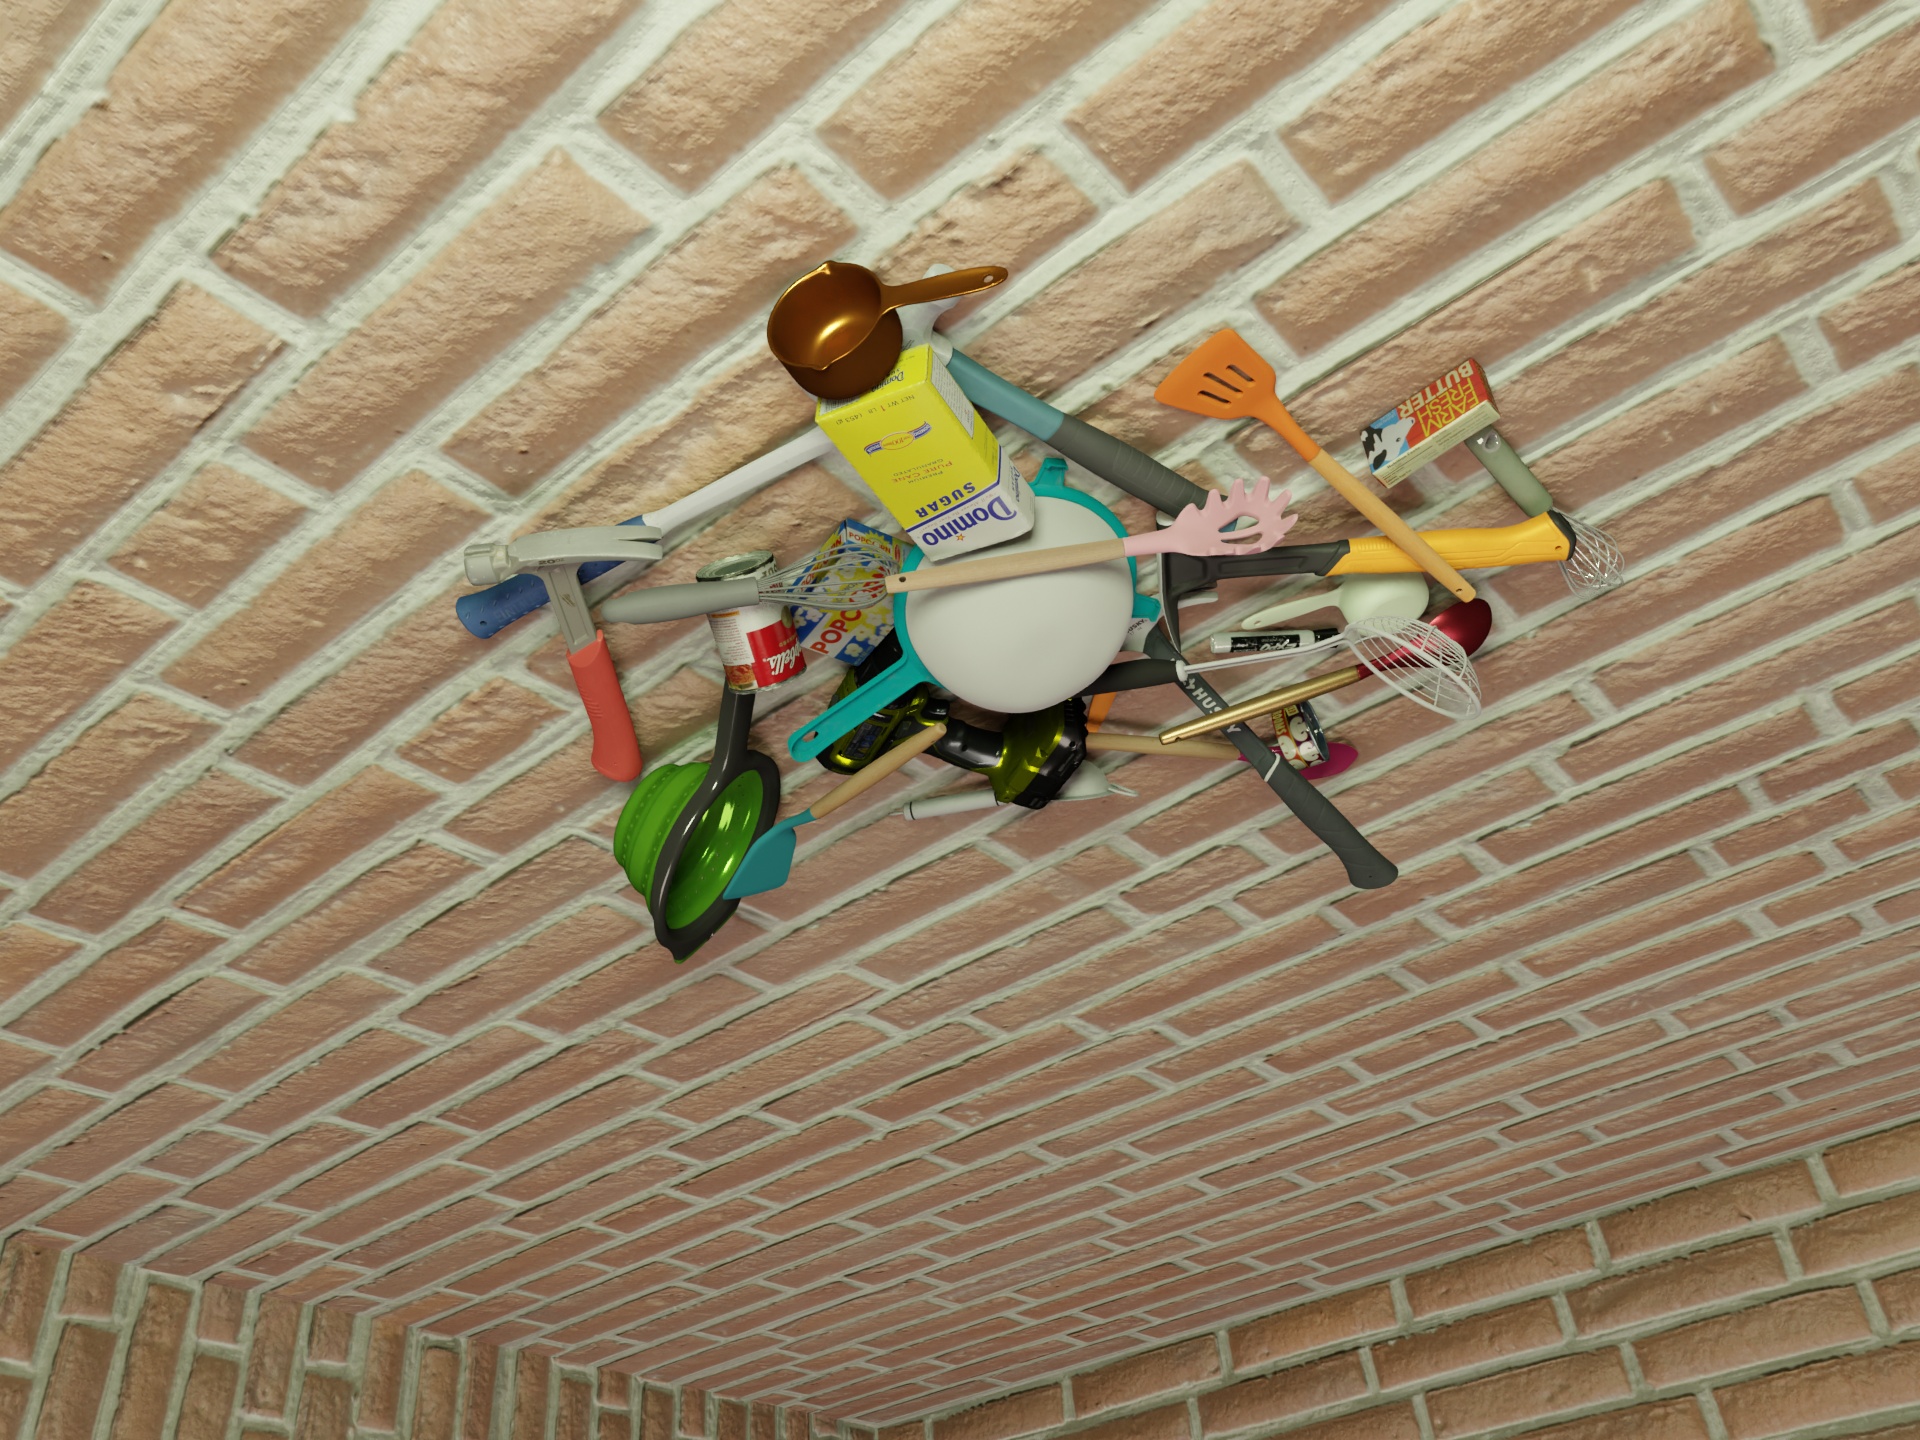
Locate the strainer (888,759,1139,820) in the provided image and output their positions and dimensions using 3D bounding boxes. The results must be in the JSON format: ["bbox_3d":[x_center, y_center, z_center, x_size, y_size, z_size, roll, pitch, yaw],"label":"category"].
[{"bbox_3d":[0.048,0.073,1.594,0.258,0.050,0.087,-10,-174,15],"label":"strainer"}]

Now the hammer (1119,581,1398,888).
[{"bbox_3d":[0.282,0.028,1.481,0.149,0.036,0.408,-34,117,27],"label":"hammer"}]

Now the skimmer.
[{"bbox_3d":[0.250,-0.025,1.354,0.363,0.090,0.127,-8,157,18],"label":"skimmer"}]

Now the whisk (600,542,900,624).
[{"bbox_3d":[-0.161,-0.100,1.245,0.239,0.055,0.055,-9,143,-10],"label":"whisk"}]

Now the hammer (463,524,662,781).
[{"bbox_3d":[-0.305,-0.046,1.358,0.149,0.037,0.358,-6,151,-4],"label":"hammer"}]

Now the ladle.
[{"bbox_3d":[0.326,-0.035,1.408,0.315,0.031,0.069,-19,134,2],"label":"ladle"}]

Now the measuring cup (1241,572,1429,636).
[{"bbox_3d":[0.329,-0.093,1.388,0.167,0.038,0.083,-15,145,-6],"label":"measuring cup"}]

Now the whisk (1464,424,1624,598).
[{"bbox_3d":[0.485,-0.175,1.324,0.246,0.059,0.058,34,91,-35],"label":"whisk"}]

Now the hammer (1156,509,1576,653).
[{"bbox_3d":[0.333,-0.129,1.318,0.337,0.034,0.127,-4,124,7],"label":"hammer"}]

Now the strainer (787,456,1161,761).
[{"bbox_3d":[0.004,-0.046,1.309,0.340,0.095,0.210,-34,129,8],"label":"strainer"}]

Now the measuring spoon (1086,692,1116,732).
[{"bbox_3d":[0.134,-0.009,1.520,0.021,0.011,0.116,2,142,-10],"label":"measuring spoon"}]

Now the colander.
[{"bbox_3d":[-0.248,0.043,1.474,0.094,0.204,0.396,25,126,15],"label":"colander"}]

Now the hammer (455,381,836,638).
[{"bbox_3d":[-0.232,-0.155,1.265,0.405,0.035,0.143,-23,139,22],"label":"hammer"}]

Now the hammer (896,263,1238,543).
[{"bbox_3d":[0.082,-0.217,1.202,0.330,0.033,0.128,24,135,-25],"label":"hammer"}]

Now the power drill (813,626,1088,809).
[{"bbox_3d":[-0.002,-0.005,1.458,0.228,0.080,0.190,14,140,-19],"label":"power drill"}]

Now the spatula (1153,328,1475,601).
[{"bbox_3d":[0.292,-0.187,1.242,0.322,0.041,0.081,37,128,-18],"label":"spatula"}]

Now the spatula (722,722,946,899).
[{"bbox_3d":[-0.114,0.084,1.486,0.082,0.044,0.317,-7,159,-48],"label":"spatula"}]

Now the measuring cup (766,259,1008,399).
[{"bbox_3d":[-0.044,-0.271,1.085,0.173,0.095,0.052,-9,152,17],"label":"measuring cup"}]

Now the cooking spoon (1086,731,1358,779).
[{"bbox_3d":[0.249,0.029,1.566,0.318,0.017,0.068,5,143,-20],"label":"cooking spoon"}]

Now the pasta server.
[{"bbox_3d":[0.098,-0.132,1.218,0.316,0.060,0.040,-9,158,-1],"label":"pasta server"}]
